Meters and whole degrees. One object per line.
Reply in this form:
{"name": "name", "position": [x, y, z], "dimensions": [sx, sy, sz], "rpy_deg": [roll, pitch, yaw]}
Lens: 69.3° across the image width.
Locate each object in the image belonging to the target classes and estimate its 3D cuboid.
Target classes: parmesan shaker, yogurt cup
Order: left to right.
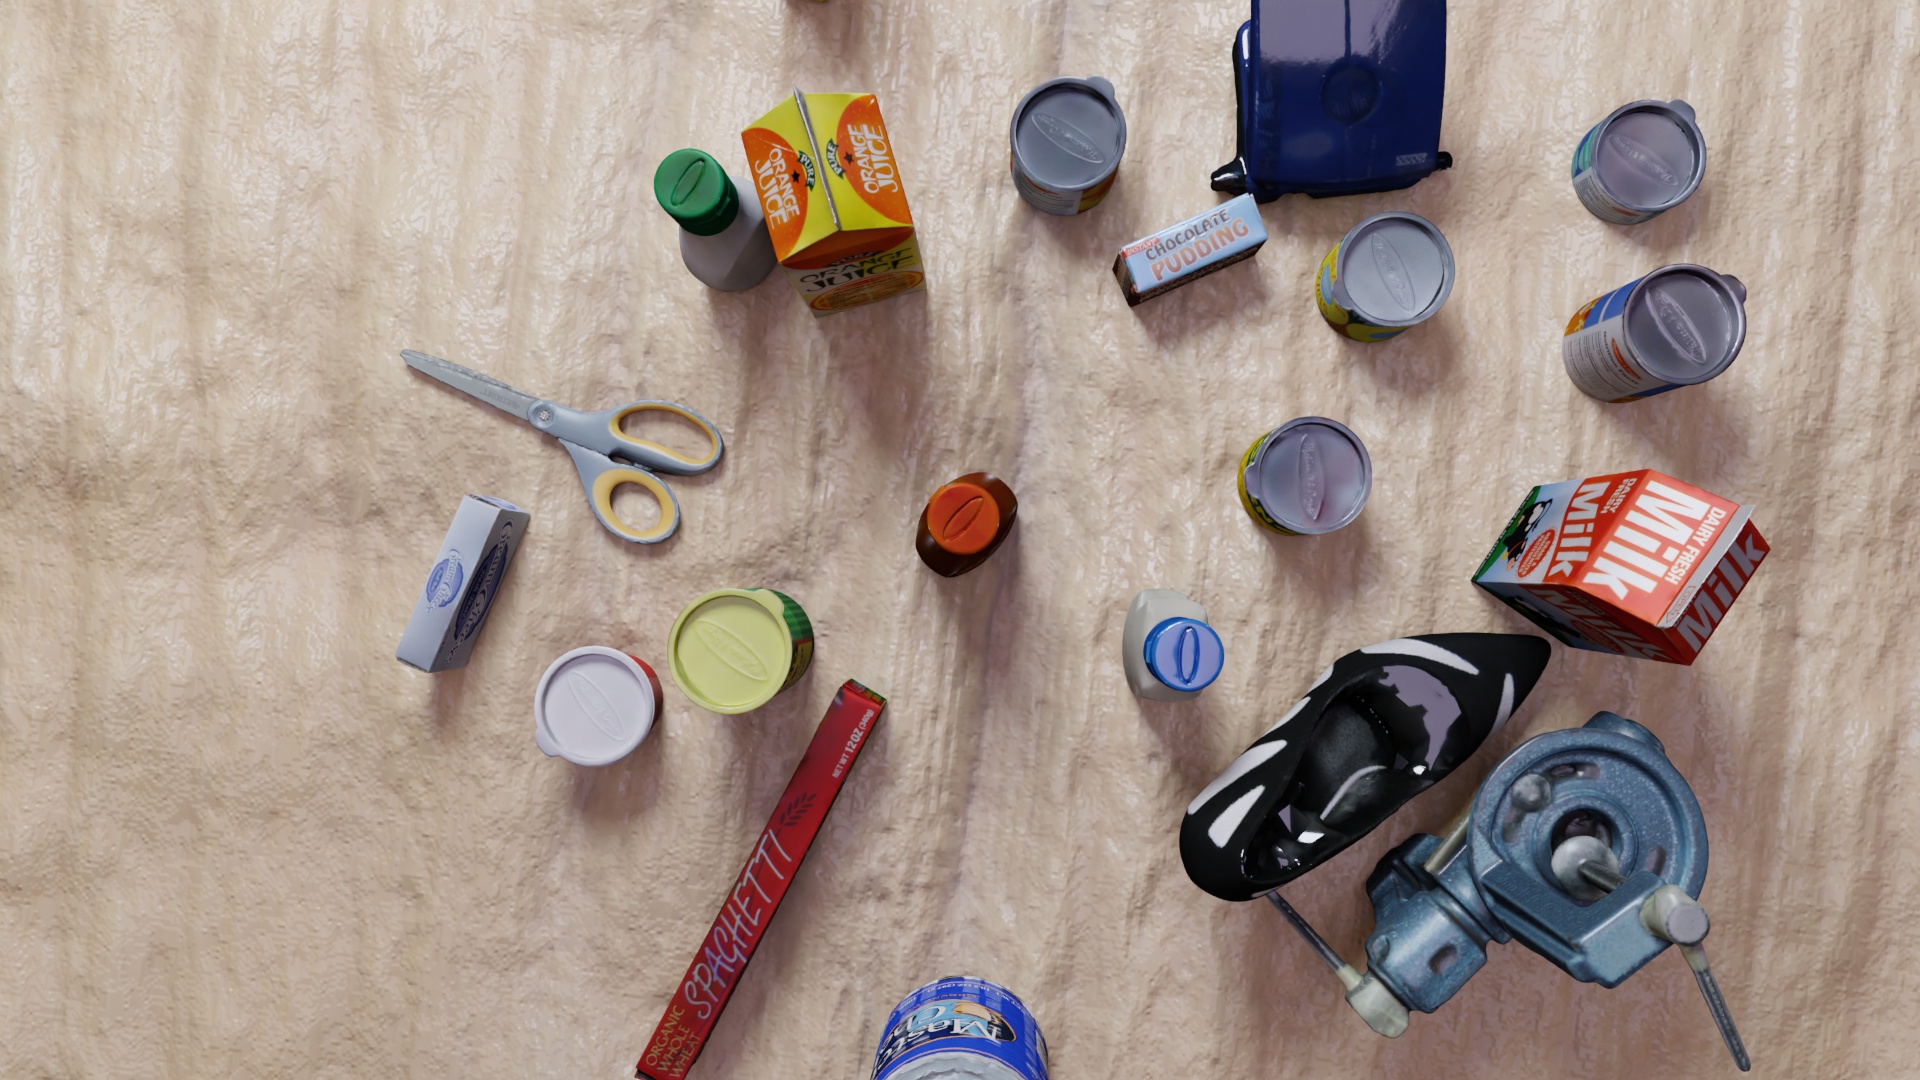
{"name": "yogurt cup", "position": [-0.206, 0.094, 0.806], "dimensions": [0.072, 0.054, 0.072], "rpy_deg": [0, 88, 1]}
{"name": "parmesan shaker", "position": [-0.118, 0.058, 0.780], "dimensions": [0.071, 0.103, 0.071], "rpy_deg": [0, 88, 1]}

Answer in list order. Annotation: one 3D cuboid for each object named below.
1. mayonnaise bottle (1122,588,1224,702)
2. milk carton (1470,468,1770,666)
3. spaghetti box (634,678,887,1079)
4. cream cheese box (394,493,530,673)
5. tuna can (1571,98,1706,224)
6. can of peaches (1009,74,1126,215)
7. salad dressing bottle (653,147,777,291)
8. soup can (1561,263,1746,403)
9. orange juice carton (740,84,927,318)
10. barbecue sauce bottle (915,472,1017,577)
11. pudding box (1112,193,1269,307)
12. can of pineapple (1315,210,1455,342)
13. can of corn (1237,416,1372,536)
{"name": "mayonnaise bottle", "position": [0.114, 0.059, 0.753], "dimensions": [0.041, 0.148, 0.064], "rpy_deg": [4, 89, 2]}
{"name": "milk carton", "position": [0.347, 0.014, 0.728], "dimensions": [0.073, 0.190, 0.072], "rpy_deg": [34, 90, 2]}
{"name": "spaghetti box", "position": [-0.113, 0.196, 0.802], "dimensions": [0.029, 0.050, 0.250], "rpy_deg": [28, 89, 2]}
{"name": "cream cheese box", "position": [-0.289, 0.025, 0.810], "dimensions": [0.024, 0.053, 0.104], "rpy_deg": [23, 89, 2]}
{"name": "tuna can", "position": [0.398, -0.223, 0.815], "dimensions": [0.071, 0.033, 0.071], "rpy_deg": [0, 88, 1]}
{"name": "can of peaches", "position": [0.063, -0.230, 0.810], "dimensions": [0.071, 0.058, 0.071], "rpy_deg": [0, 88, 1]}
{"name": "salad dressing bottle", "position": [-0.133, -0.177, 0.767], "dimensions": [0.044, 0.147, 0.064], "rpy_deg": [32, 89, 2]}
{"name": "soup can", "position": [0.391, -0.116, 0.785], "dimensions": [0.071, 0.084, 0.071], "rpy_deg": [0, 88, 1]}
{"name": "orange juice carton", "position": [-0.065, -0.178, 0.743], "dimensions": [0.073, 0.192, 0.072], "rpy_deg": [-16, 88, 1]}
{"name": "barbecue sauce bottle", "position": [0.003, -0.009, 0.758], "dimensions": [0.043, 0.148, 0.065], "rpy_deg": [43, 90, 2]}
{"name": "pudding box", "position": [0.133, -0.169, 0.810], "dimensions": [0.084, 0.049, 0.030], "rpy_deg": [-23, 88, 0]}
{"name": "can of pineapple", "position": [0.242, -0.151, 0.803], "dimensions": [0.071, 0.058, 0.071], "rpy_deg": [0, 88, 1]}
{"name": "can of corn", "position": [0.194, -0.035, 0.799], "dimensions": [0.071, 0.058, 0.071], "rpy_deg": [0, 88, 1]}
